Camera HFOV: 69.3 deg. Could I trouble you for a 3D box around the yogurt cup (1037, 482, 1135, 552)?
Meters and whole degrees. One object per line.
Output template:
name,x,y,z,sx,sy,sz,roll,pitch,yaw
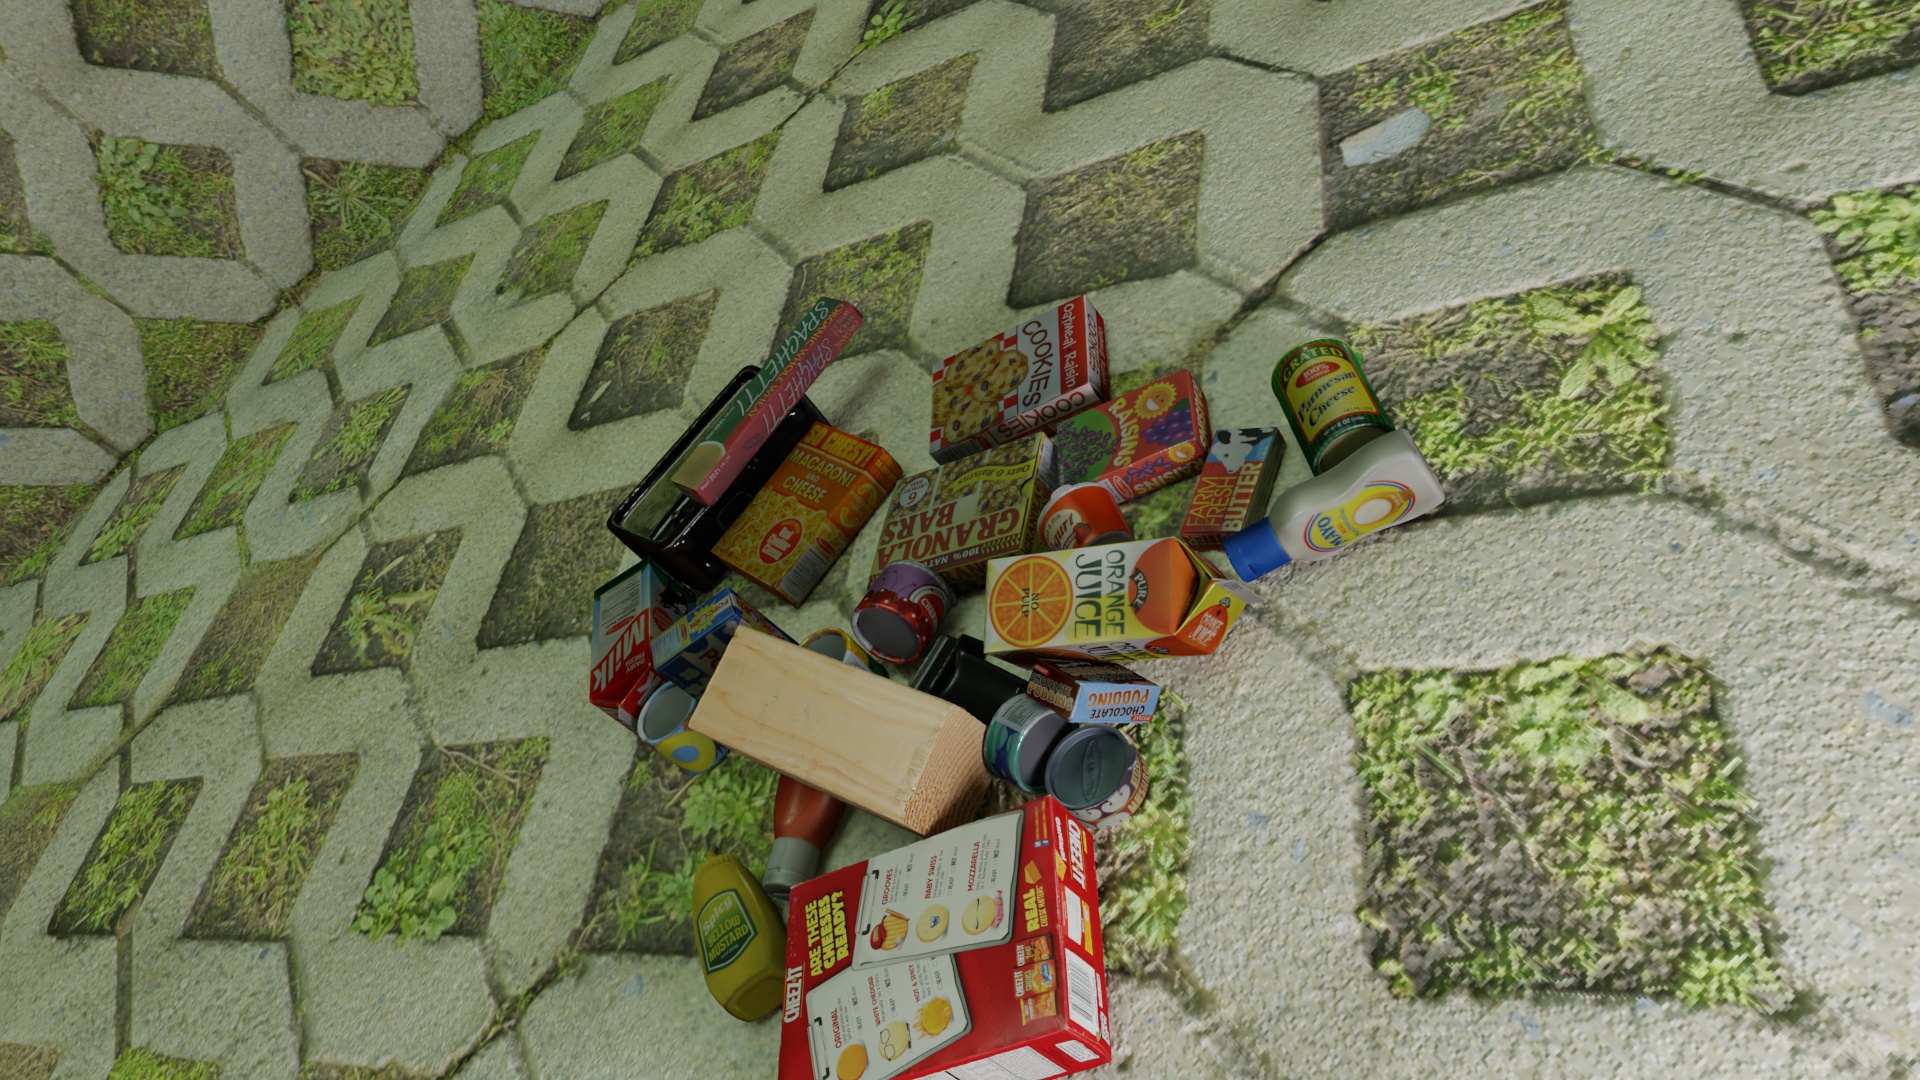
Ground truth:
yogurt cup,0.101,-0.004,1.083,0.072,0.072,0.054,-37,47,6

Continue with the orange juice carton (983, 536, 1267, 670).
orange juice carton,0.117,0.046,0.998,0.192,0.072,0.073,-8,70,30

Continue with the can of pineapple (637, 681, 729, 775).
can of pineapple,-0.237,0.162,1.214,0.071,0.057,0.071,-22,43,22

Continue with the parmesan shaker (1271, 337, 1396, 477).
parmesan shaker,0.277,-0.094,1.018,0.071,0.071,0.103,-29,41,16

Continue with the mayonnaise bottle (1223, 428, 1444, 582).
mayonnaise bottle,0.257,-0.019,0.971,0.148,0.064,0.041,-30,37,20

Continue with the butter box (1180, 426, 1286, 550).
butter box,0.208,-0.040,1.058,0.053,0.024,0.104,0,55,39

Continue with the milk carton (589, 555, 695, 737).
milk carton,-0.294,0.112,1.296,0.073,0.072,0.191,-31,39,14

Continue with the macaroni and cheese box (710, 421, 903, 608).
macaroni and cheese box,-0.147,-0.028,1.328,0.124,0.040,0.167,24,72,48

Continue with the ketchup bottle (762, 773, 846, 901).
ketchup bottle,-0.118,0.205,1.086,0.064,0.043,0.149,-12,48,32

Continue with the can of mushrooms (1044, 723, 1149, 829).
can of mushrooms,0.096,0.162,0.957,0.071,0.033,0.071,-23,42,22

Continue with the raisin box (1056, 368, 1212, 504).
raisin box,0.142,-0.078,1.137,0.123,0.040,0.086,-23,42,24

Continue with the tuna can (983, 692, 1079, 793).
tuna can,0.052,0.146,0.986,0.033,0.071,0.071,19,68,47

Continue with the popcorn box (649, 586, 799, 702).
popcorn box,-0.188,0.104,1.172,0.085,0.126,0.038,-35,44,10

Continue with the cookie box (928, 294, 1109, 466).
cookie box,0.053,-0.141,1.268,0.167,0.040,0.123,-22,43,24

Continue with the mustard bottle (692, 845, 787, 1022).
mustard bottle,-0.172,0.286,1.052,0.065,0.048,0.161,-40,39,1

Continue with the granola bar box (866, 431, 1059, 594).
granola bar box,0.004,-0.015,1.181,0.165,0.039,0.125,-17,45,35

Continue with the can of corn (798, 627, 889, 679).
can of corn,-0.104,0.113,1.148,0.071,0.058,0.071,-22,43,22

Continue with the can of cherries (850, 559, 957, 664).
can of cherries,-0.046,0.059,1.133,0.071,0.071,0.059,-8,32,35

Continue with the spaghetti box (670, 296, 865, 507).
spaghetti box,-0.188,-0.141,1.365,0.050,0.028,0.251,20,67,45

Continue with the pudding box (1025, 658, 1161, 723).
pudding box,0.094,0.106,0.971,0.050,0.084,0.030,28,105,49
